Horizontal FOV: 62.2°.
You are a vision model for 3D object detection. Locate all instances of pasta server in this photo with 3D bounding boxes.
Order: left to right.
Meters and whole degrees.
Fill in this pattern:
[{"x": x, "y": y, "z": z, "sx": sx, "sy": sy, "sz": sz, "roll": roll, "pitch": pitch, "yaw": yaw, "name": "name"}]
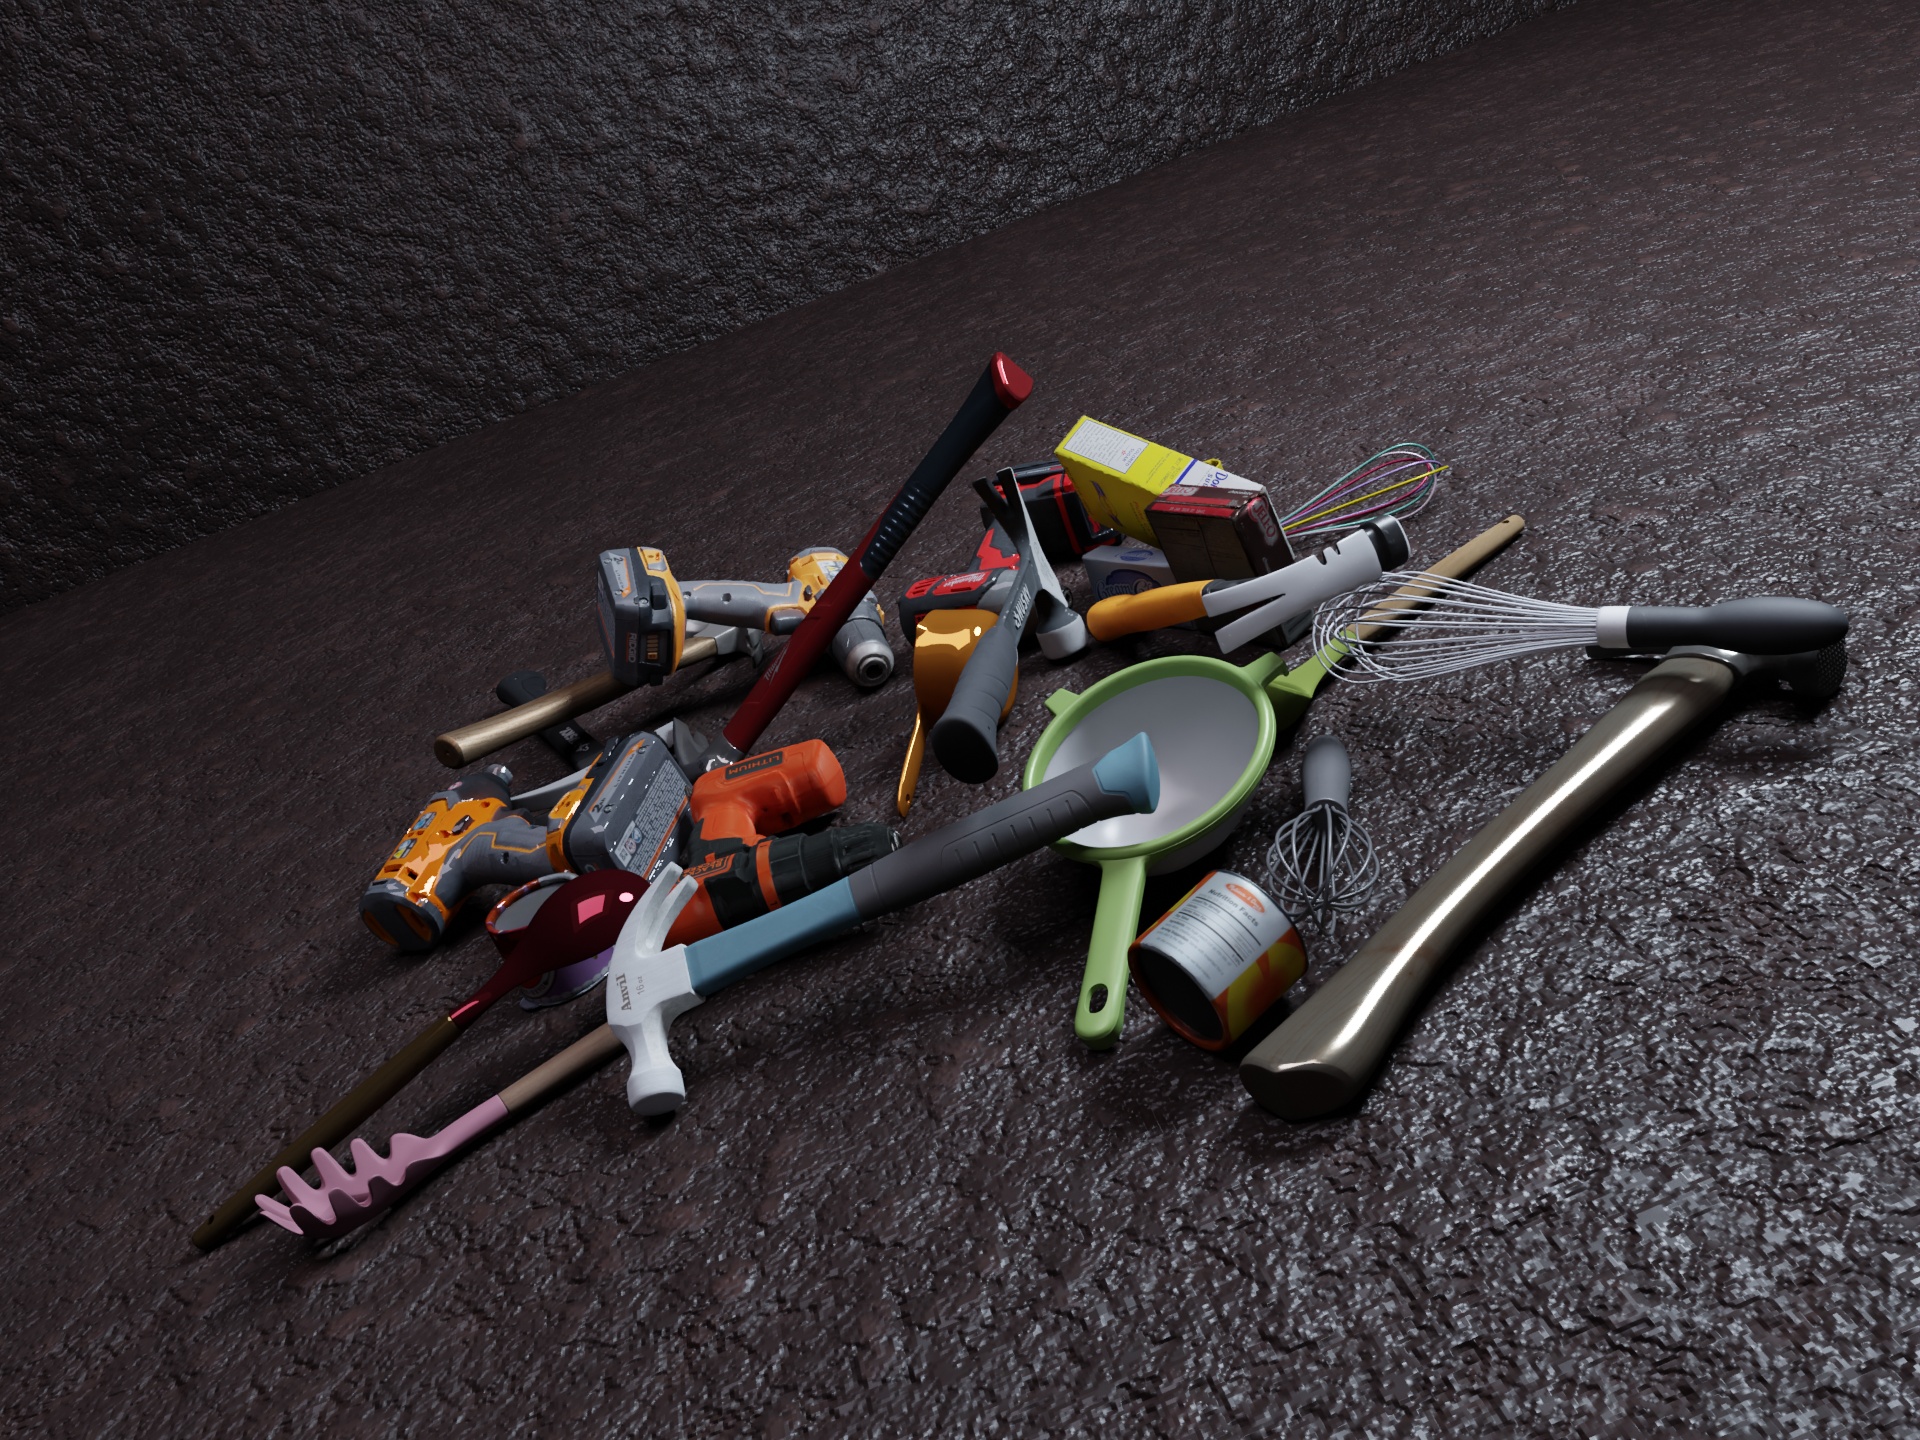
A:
[{"x": -0.238, "y": 0.197, "z": 0.904, "sx": 0.316, "sy": 0.040, "sz": 0.060, "roll": -31, "pitch": 21, "yaw": -23, "name": "pasta server"}]

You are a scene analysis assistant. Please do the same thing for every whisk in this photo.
[{"x": 0.256, "y": -0.151, "z": 1.222, "sx": 0.245, "sy": 0.051, "sz": 0.047, "roll": -21, "pitch": 30, "yaw": 6, "name": "whisk"}, {"x": 0.189, "y": 0.048, "z": 0.832, "sx": 0.055, "sy": 0.055, "sz": 0.239, "roll": -13, "pitch": 13, "yaw": 17, "name": "whisk"}, {"x": 0.327, "y": -0.050, "z": 0.874, "sx": 0.285, "sy": 0.070, "sz": 0.070, "roll": 3, "pitch": 34, "yaw": 37, "name": "whisk"}]

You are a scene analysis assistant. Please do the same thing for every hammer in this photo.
[{"x": -0.349, "y": 0.011, "z": 1.367, "sx": 0.146, "sy": 0.035, "sz": 0.335, "roll": -29, "pitch": 26, "yaw": -19, "name": "hammer"}, {"x": -0.291, "y": -0.028, "z": 1.325, "sx": 0.130, "sy": 0.031, "sz": 0.331, "roll": 4, "pitch": 22, "yaw": 37, "name": "hammer"}, {"x": -0.082, "y": -0.108, "z": 1.172, "sx": 0.386, "sy": 0.038, "sz": 0.143, "roll": -53, "pitch": 30, "yaw": 6, "name": "hammer"}, {"x": -0.043, "y": 0.092, "z": 0.863, "sx": 0.331, "sy": 0.033, "sz": 0.128, "roll": -25, "pitch": 56, "yaw": 7, "name": "hammer"}, {"x": 0.027, "y": -0.055, "z": 1.002, "sx": 0.036, "sy": 0.149, "sz": 0.409, "roll": -20, "pitch": 15, "yaw": 15, "name": "hammer"}, {"x": 0.149, "y": -0.075, "z": 1.033, "sx": 0.127, "sy": 0.034, "sz": 0.337, "roll": -25, "pitch": 6, "yaw": -15, "name": "hammer"}, {"x": 0.276, "y": 0.055, "z": 0.799, "sx": 0.410, "sy": 0.038, "sz": 0.146, "roll": -35, "pitch": 27, "yaw": -27, "name": "hammer"}]

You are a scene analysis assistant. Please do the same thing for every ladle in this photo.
[{"x": -0.308, "y": 0.190, "z": 0.910, "sx": 0.315, "sy": 0.031, "sz": 0.069, "roll": -41, "pitch": 39, "yaw": -8, "name": "ladle"}, {"x": 0.271, "y": -0.076, "z": 1.044, "sx": 0.320, "sy": 0.062, "sz": 0.078, "roll": -32, "pitch": 29, "yaw": -28, "name": "ladle"}]

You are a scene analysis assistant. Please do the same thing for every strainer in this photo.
[{"x": 0.104, "y": 0.078, "z": 0.872, "sx": 0.151, "sy": 0.069, "sz": 0.257, "roll": -10, "pitch": 44, "yaw": 28, "name": "strainer"}]

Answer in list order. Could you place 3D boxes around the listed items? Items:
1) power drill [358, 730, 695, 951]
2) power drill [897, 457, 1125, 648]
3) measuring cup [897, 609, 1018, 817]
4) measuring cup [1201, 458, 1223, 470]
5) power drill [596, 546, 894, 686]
[{"x": -0.300, "y": 0.077, "z": 1.127, "sx": 0.226, "sy": 0.084, "sz": 0.164, "roll": -12, "pitch": 36, "yaw": 26, "name": "power drill"}, {"x": 0.054, "y": -0.133, "z": 1.305, "sx": 0.143, "sy": 0.078, "sz": 0.220, "roll": -4, "pitch": 32, "yaw": 32, "name": "power drill"}, {"x": -0.002, "y": -0.004, "z": 1.098, "sx": 0.052, "sy": 0.095, "sz": 0.174, "roll": -2, "pitch": 49, "yaw": 21, "name": "measuring cup"}, {"x": 0.176, "y": -0.199, "z": 1.411, "sx": 0.062, "sy": 0.029, "sz": 0.156, "roll": -35, "pitch": 17, "yaw": -28, "name": "measuring cup"}, {"x": -0.171, "y": -0.079, "z": 1.295, "sx": 0.226, "sy": 0.084, "sz": 0.186, "roll": -3, "pitch": 31, "yaw": -20, "name": "power drill"}]
